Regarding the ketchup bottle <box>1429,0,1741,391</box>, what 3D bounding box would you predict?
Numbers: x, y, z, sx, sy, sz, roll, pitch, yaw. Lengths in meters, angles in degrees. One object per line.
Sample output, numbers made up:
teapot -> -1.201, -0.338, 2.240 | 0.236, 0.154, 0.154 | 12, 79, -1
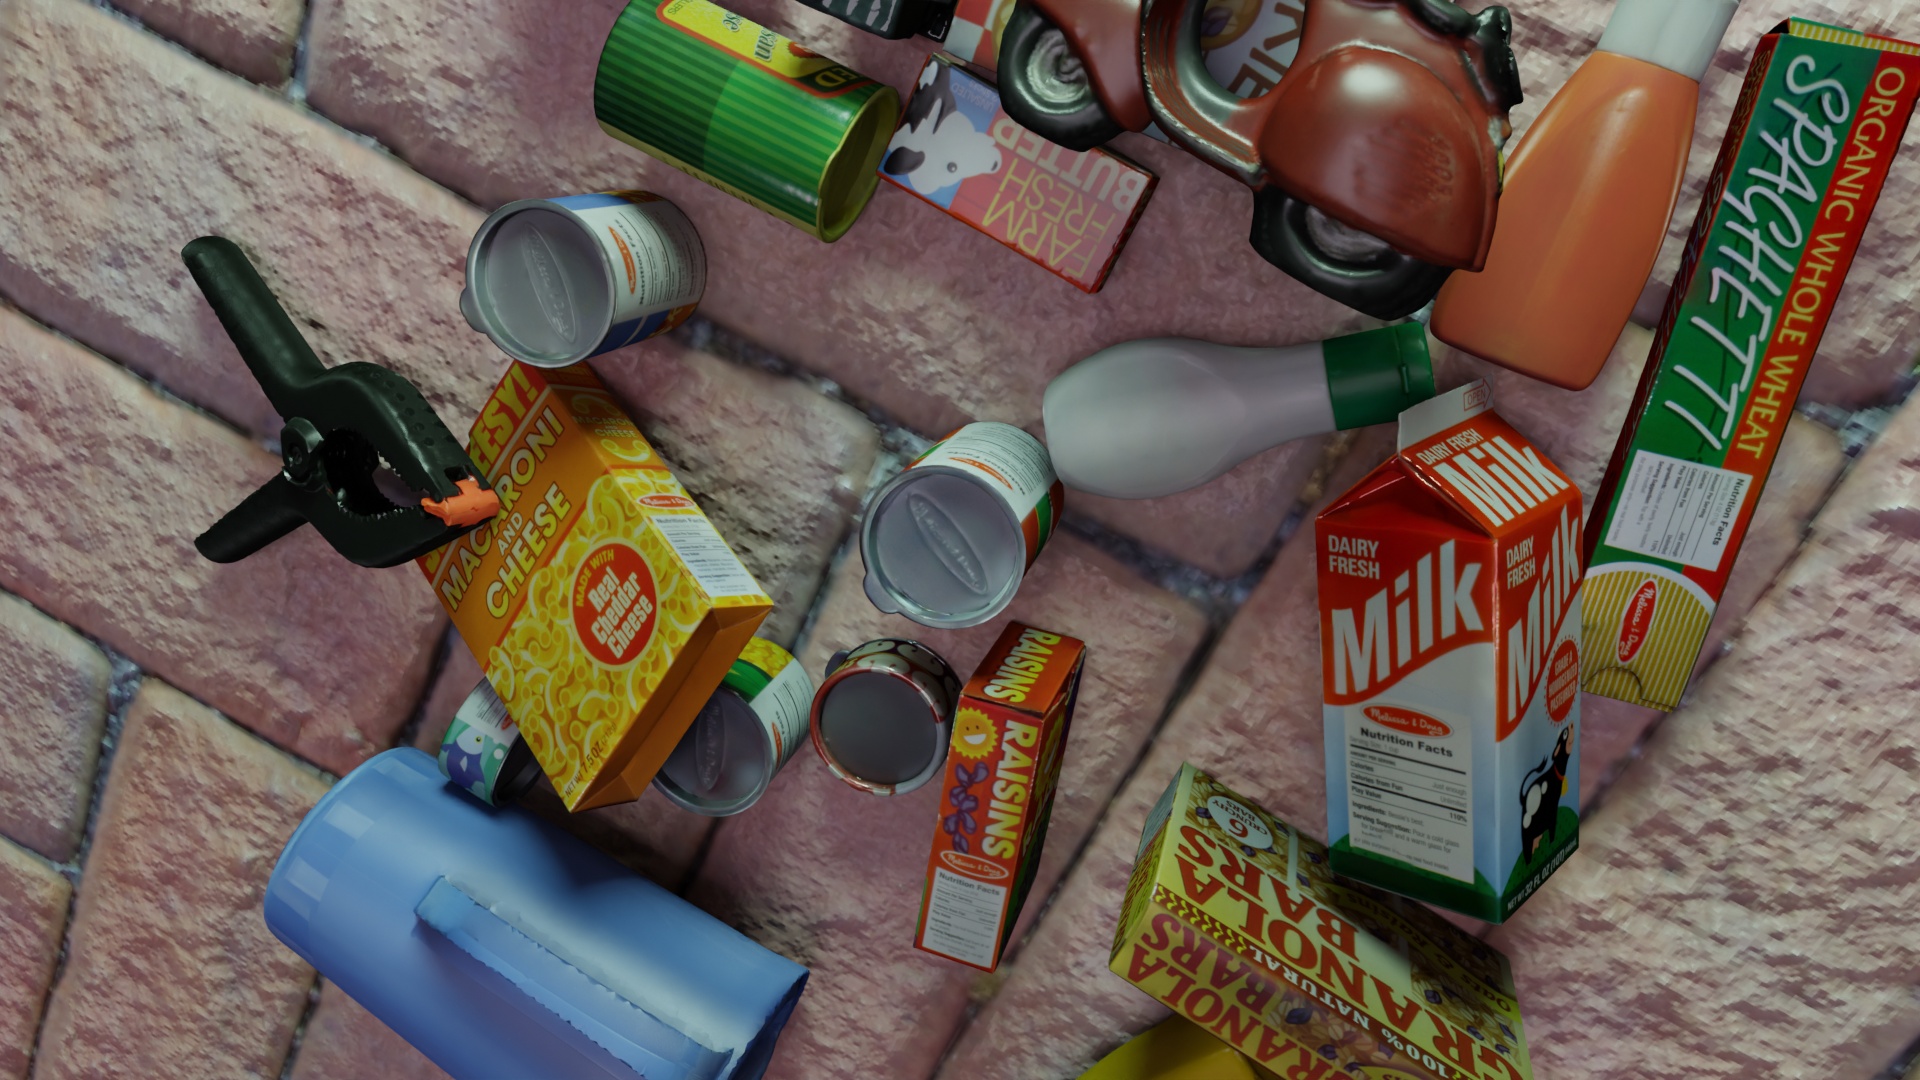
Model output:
ketchup bottle -> 0.226, -0.131, 0.493 | 0.065, 0.044, 0.148 | 22, 111, 7

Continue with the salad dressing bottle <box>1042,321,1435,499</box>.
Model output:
salad dressing bottle -> 0.109, -0.054, 0.549 | 0.147, 0.044, 0.064 | -9, 102, 16

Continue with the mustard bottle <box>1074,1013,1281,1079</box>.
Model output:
mustard bottle -> 0.079, 0.266, 0.645 | 0.159, 0.065, 0.049 | -40, 88, 28

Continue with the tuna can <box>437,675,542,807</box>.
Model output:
tuna can -> -0.218, 0.094, 0.671 | 0.033, 0.071, 0.070 | 29, 112, 6

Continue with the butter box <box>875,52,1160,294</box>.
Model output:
butter box -> 0.023, -0.146, 0.554 | 0.103, 0.024, 0.053 | 30, 111, 5

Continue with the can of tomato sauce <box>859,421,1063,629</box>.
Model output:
can of tomato sauce -> 0.002, -0.007, 0.570 | 0.071, 0.083, 0.071 | 4, 108, 14

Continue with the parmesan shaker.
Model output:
parmesan shaker -> -0.085, -0.170, 0.551 | 0.103, 0.071, 0.071 | 27, 112, 6

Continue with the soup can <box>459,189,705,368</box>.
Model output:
soup can -> -0.156, -0.111, 0.582 | 0.071, 0.084, 0.071 | 4, 107, 14

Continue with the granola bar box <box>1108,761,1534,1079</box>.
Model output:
granola bar box -> 0.146, 0.172, 0.563 | 0.165, 0.124, 0.039 | 31, 111, 4

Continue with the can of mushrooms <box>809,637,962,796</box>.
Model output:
can of mushrooms -> -0.035, 0.080, 0.634 | 0.071, 0.033, 0.070 | 5, 108, 14

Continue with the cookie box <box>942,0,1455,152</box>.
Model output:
cookie box -> 0.094, -0.208, 0.508 | 0.167, 0.040, 0.122 | 25, 112, 7

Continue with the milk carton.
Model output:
milk carton -> 0.186, 0.037, 0.527 | 0.073, 0.072, 0.190 | 9, 112, 45

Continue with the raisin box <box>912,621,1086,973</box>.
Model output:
raisin box -> 0.018, 0.108, 0.599 | 0.040, 0.086, 0.123 | 14, 110, 13

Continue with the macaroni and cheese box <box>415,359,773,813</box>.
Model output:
macaroni and cheese box -> -0.169, 0.014, 0.610 | 0.167, 0.040, 0.123 | 48, 115, 26

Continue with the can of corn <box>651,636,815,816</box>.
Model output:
can of corn -> -0.109, 0.084, 0.641 | 0.071, 0.058, 0.071 | 4, 108, 14

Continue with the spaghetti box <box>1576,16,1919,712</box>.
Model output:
spaghetti box -> 0.278, -0.057, 0.509 | 0.050, 0.029, 0.249 | 15, 110, 11
